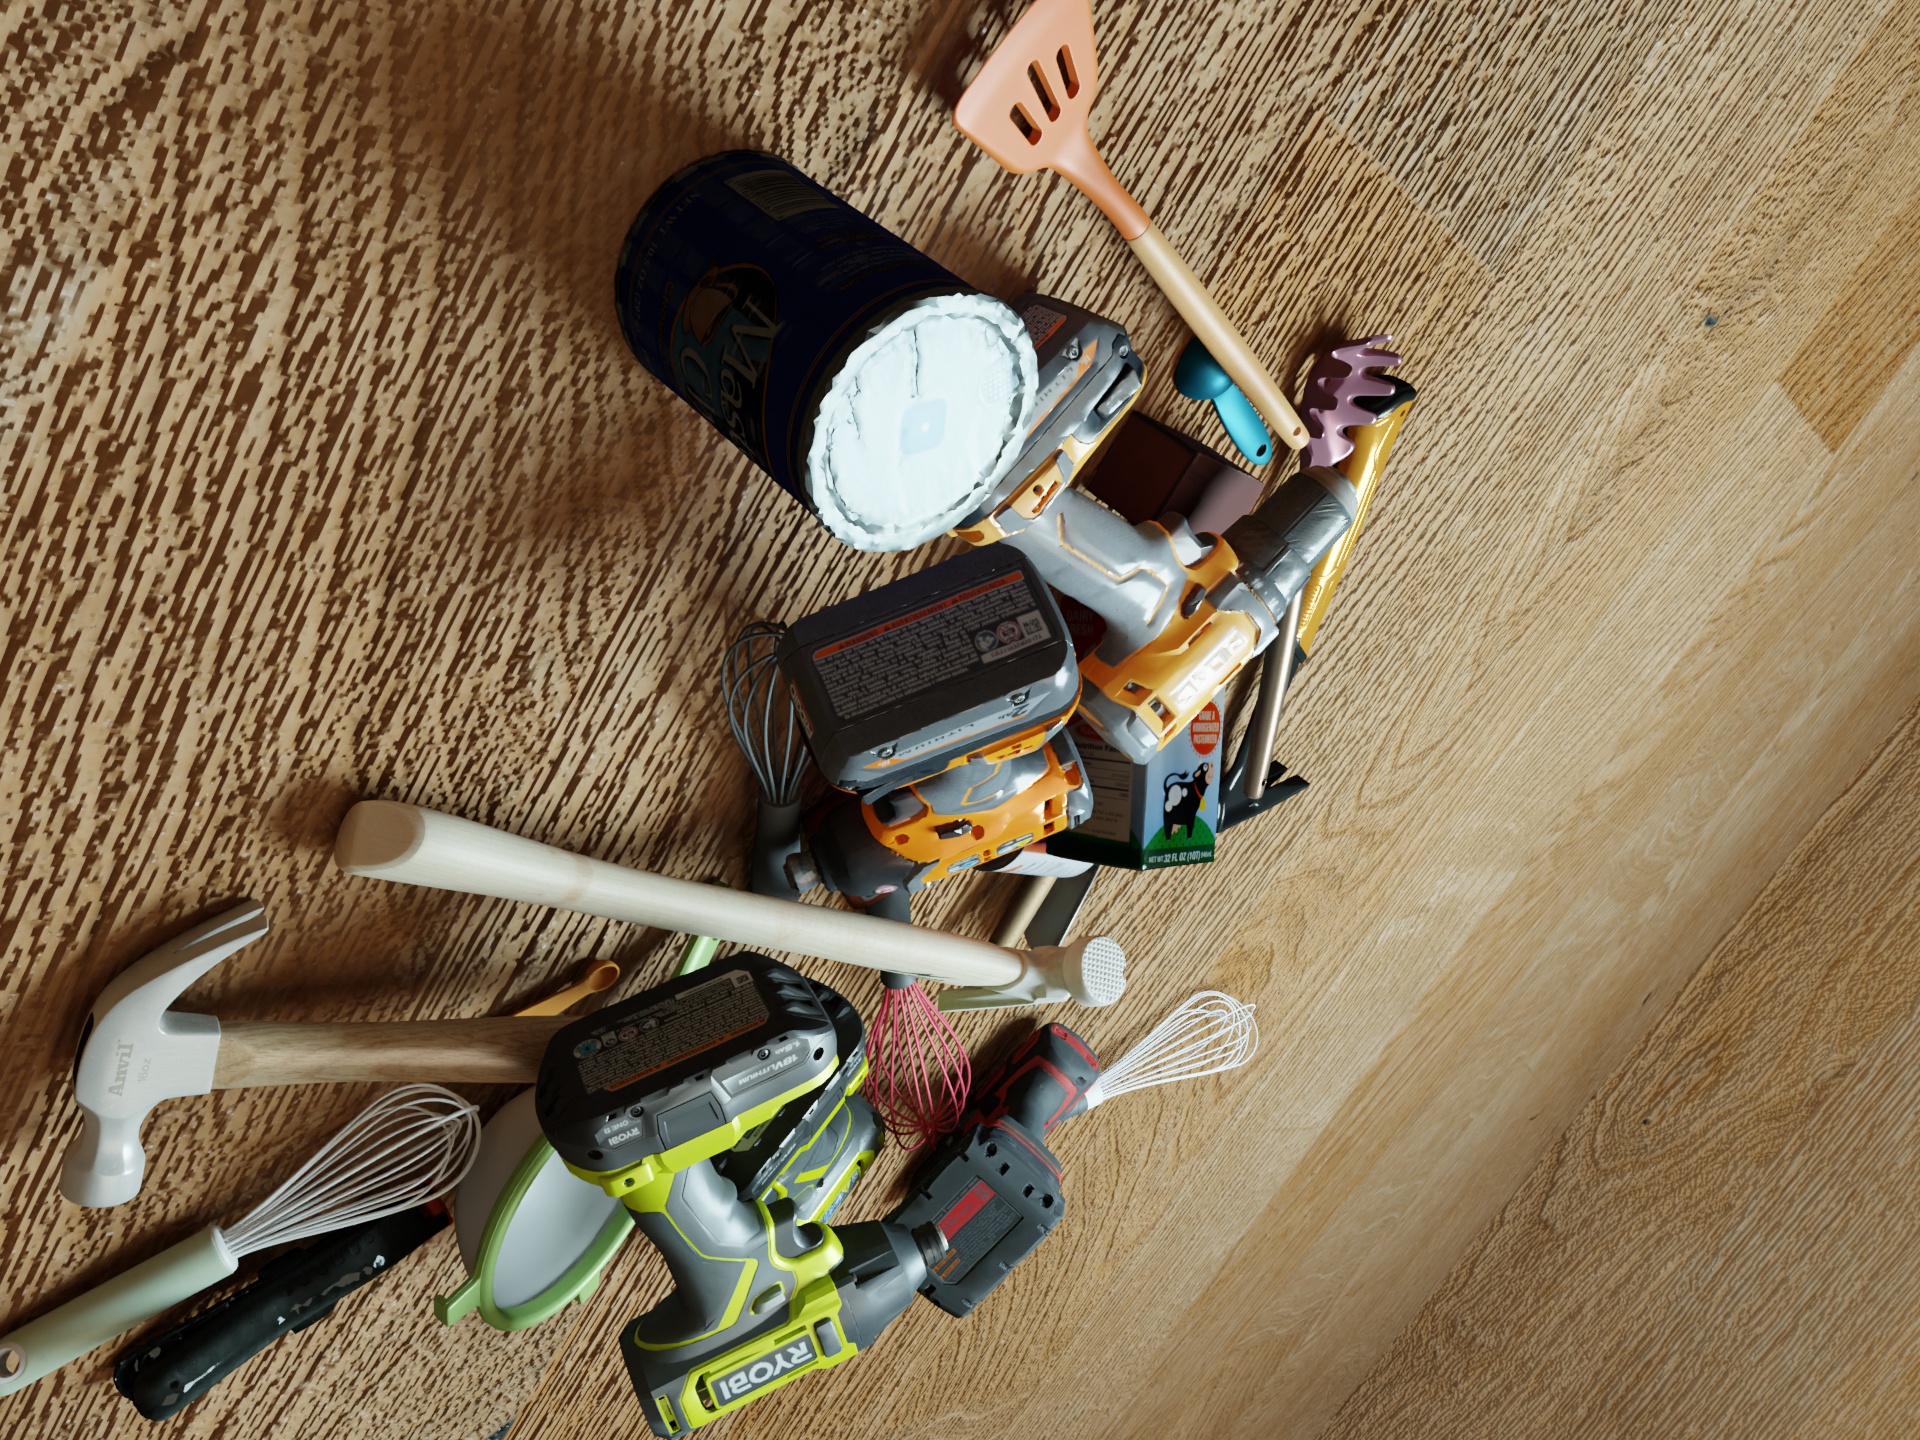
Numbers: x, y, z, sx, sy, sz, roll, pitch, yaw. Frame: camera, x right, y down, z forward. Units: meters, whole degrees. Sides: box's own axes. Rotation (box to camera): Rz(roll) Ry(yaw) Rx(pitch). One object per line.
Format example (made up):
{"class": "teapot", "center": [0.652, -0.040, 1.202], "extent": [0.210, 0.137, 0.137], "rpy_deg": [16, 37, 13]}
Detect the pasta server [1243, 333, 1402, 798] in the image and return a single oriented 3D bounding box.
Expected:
{"class": "pasta server", "center": [0.213, -0.086, 0.988], "extent": [0.060, 0.040, 0.316], "rpy_deg": [-21, 127, -40]}

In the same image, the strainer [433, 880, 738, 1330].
{"class": "strainer", "center": [-0.202, 0.195, 0.859], "extent": [0.256, 0.069, 0.151], "rpy_deg": [-64, 159, -7]}

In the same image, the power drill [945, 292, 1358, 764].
{"class": "power drill", "center": [0.091, -0.107, 0.788], "extent": [0.185, 0.084, 0.226], "rpy_deg": [-45, 125, -1]}

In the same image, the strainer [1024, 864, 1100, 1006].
{"class": "strainer", "center": [0.103, 0.072, 1.066], "extent": [0.258, 0.050, 0.087], "rpy_deg": [-56, 177, 2]}

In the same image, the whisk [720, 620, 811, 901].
{"class": "whisk", "center": [-0.097, 0.039, 0.824], "extent": [0.055, 0.055, 0.238], "rpy_deg": [-25, 144, -28]}

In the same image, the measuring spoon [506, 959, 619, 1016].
{"class": "measuring spoon", "center": [-0.232, 0.155, 0.827], "extent": [0.117, 0.011, 0.021], "rpy_deg": [-28, 143, -20]}

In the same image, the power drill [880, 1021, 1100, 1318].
{"class": "power drill", "center": [0.011, 0.320, 1.116], "extent": [0.188, 0.080, 0.227], "rpy_deg": [-49, 178, 15]}

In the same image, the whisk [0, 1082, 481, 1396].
{"class": "whisk", "center": [-0.348, 0.250, 0.768], "extent": [0.246, 0.058, 0.059], "rpy_deg": [-27, 170, -19]}

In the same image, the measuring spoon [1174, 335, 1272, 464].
{"class": "measuring spoon", "center": [0.158, -0.175, 0.897], "extent": [0.042, 0.021, 0.128], "rpy_deg": [-49, 144, 3]}

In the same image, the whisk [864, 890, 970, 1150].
{"class": "whisk", "center": [-0.037, 0.173, 1.006], "extent": [0.073, 0.073, 0.295], "rpy_deg": [-28, 135, -24]}

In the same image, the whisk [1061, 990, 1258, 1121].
{"class": "whisk", "center": [0.130, 0.291, 1.297], "extent": [0.284, 0.070, 0.070], "rpy_deg": [-19, 137, -27]}

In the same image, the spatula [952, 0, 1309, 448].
{"class": "spatula", "center": [0.101, -0.217, 0.760], "extent": [0.081, 0.041, 0.322], "rpy_deg": [-50, 135, 4]}

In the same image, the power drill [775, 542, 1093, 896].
{"class": "power drill", "center": [-0.020, 0.020, 0.755], "extent": [0.164, 0.084, 0.226], "rpy_deg": [-22, 157, -5]}

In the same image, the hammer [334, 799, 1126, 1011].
{"class": "hammer", "center": [-0.110, 0.102, 0.804], "extent": [0.410, 0.146, 0.038], "rpy_deg": [18, 68, -36]}

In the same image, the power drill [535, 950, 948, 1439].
{"class": "power drill", "center": [-0.103, 0.233, 0.780], "extent": [0.171, 0.080, 0.223], "rpy_deg": [-22, 120, -15]}

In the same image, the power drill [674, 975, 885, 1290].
{"class": "power drill", "center": [-0.120, 0.268, 0.939], "extent": [0.191, 0.080, 0.228], "rpy_deg": [-50, 158, -32]}

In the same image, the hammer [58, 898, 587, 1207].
{"class": "hammer", "center": [-0.225, 0.152, 0.743], "extent": [0.331, 0.031, 0.130], "rpy_deg": [7, 105, -35]}

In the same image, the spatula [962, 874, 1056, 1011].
{"class": "spatula", "center": [0.088, 0.057, 1.015], "extent": [0.317, 0.044, 0.082], "rpy_deg": [-60, 154, 7]}

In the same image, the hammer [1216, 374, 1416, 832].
{"class": "hammer", "center": [0.234, -0.071, 1.063], "extent": [0.127, 0.034, 0.336], "rpy_deg": [-18, 135, -40]}
